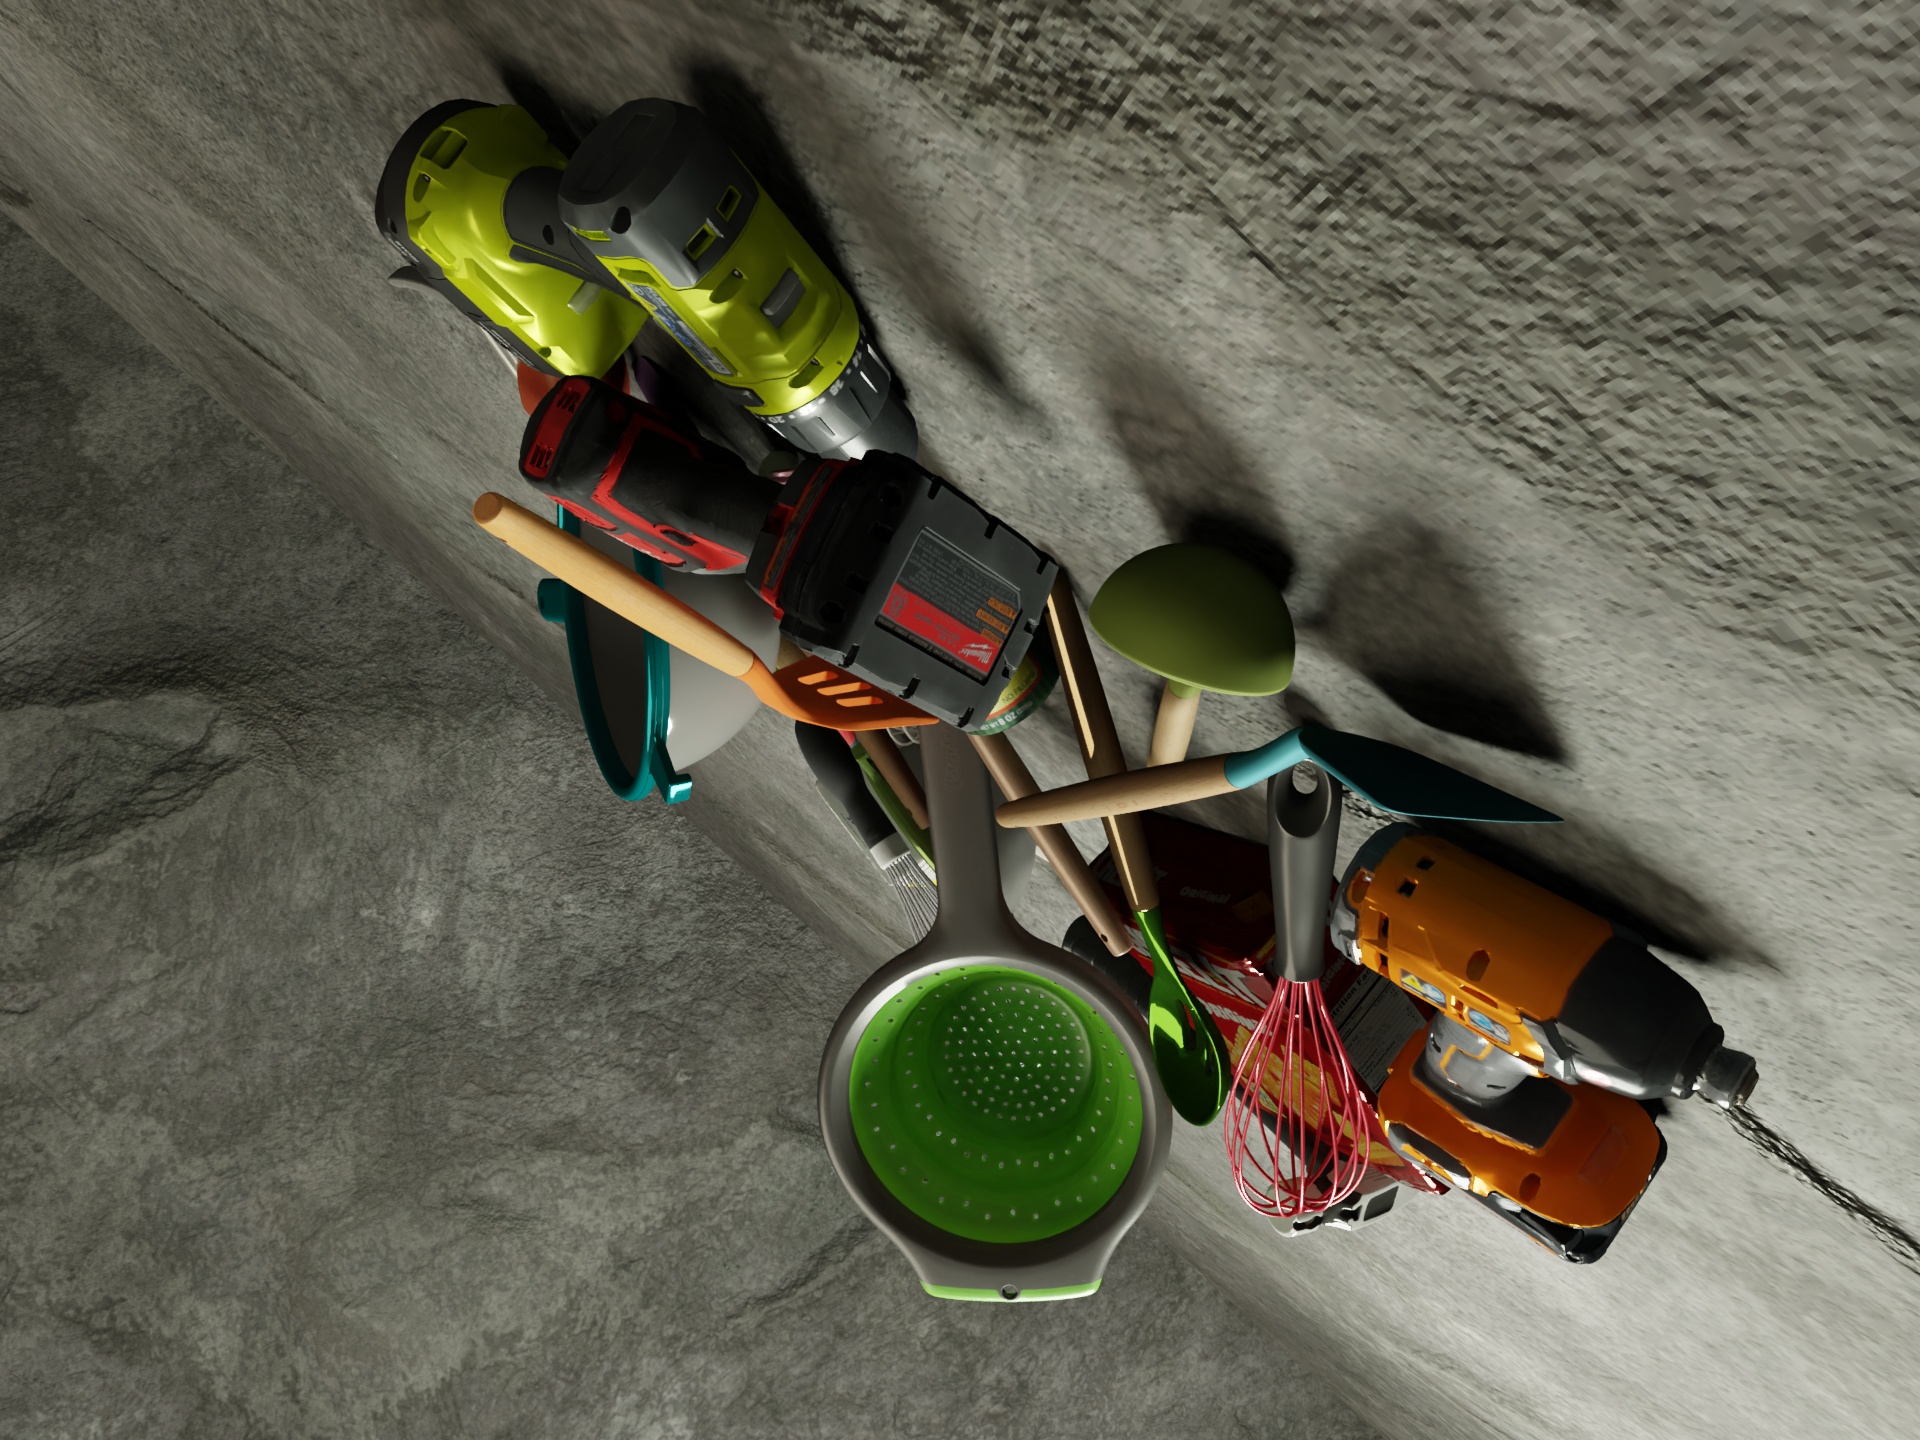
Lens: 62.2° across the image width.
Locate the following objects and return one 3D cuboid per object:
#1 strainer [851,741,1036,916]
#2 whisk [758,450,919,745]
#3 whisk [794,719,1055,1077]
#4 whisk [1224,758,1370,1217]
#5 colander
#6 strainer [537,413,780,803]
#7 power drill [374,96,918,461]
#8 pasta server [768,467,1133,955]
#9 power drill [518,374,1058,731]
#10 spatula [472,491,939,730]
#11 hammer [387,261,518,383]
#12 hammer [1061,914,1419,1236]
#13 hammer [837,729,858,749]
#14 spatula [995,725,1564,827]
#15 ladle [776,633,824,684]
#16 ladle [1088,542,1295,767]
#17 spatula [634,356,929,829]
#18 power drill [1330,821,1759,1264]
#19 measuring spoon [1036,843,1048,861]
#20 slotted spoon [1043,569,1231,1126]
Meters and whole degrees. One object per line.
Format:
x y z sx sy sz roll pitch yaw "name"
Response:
0.015 0.065 1.094 0.151 0.069 0.256 51 -175 8 "strainer"
-0.061 -0.066 0.928 0.059 0.058 0.246 -4 143 19 "whisk"
-0.028 0.112 1.041 0.285 0.070 0.070 57 168 8 "whisk"
0.158 0.128 0.739 0.073 0.073 0.295 28 137 41 "whisk"
0.016 0.134 0.930 0.094 0.204 0.397 -43 -52 -76 "colander"
-0.177 -0.071 0.922 0.340 0.095 0.211 -169 72 -66 "strainer"
-0.131 -0.183 0.684 0.229 0.080 0.190 25 168 40 "power drill"
-0.001 -0.003 0.840 0.316 0.040 0.060 57 152 -7 "pasta server"
-0.074 -0.076 0.668 0.220 0.078 0.143 25 178 40 "power drill"
-0.105 -0.041 0.700 0.081 0.041 0.322 29 177 25 "spatula"
-0.256 -0.169 1.112 0.149 0.037 0.358 30 160 38 "hammer"
0.175 0.223 1.082 0.335 0.146 0.035 39 125 51 "hammer"
-0.085 0.021 1.248 0.143 0.038 0.386 34 164 19 "hammer"
0.099 0.035 0.667 0.082 0.044 0.317 4 170 -29 "spatula"
-0.134 -0.070 0.972 0.069 0.031 0.316 62 170 -31 "ladle"
0.093 0.003 0.702 0.078 0.062 0.320 21 165 9 "ladle"
-0.101 -0.071 0.921 0.316 0.018 0.060 58 162 -6 "spatula"
0.249 0.148 0.680 0.164 0.084 0.226 29 158 36 "power drill"
0.078 0.114 1.138 0.124 0.018 0.034 31 163 38 "measuring spoon"
0.086 0.069 0.781 0.070 0.031 0.313 32 145 60 "slotted spoon"
